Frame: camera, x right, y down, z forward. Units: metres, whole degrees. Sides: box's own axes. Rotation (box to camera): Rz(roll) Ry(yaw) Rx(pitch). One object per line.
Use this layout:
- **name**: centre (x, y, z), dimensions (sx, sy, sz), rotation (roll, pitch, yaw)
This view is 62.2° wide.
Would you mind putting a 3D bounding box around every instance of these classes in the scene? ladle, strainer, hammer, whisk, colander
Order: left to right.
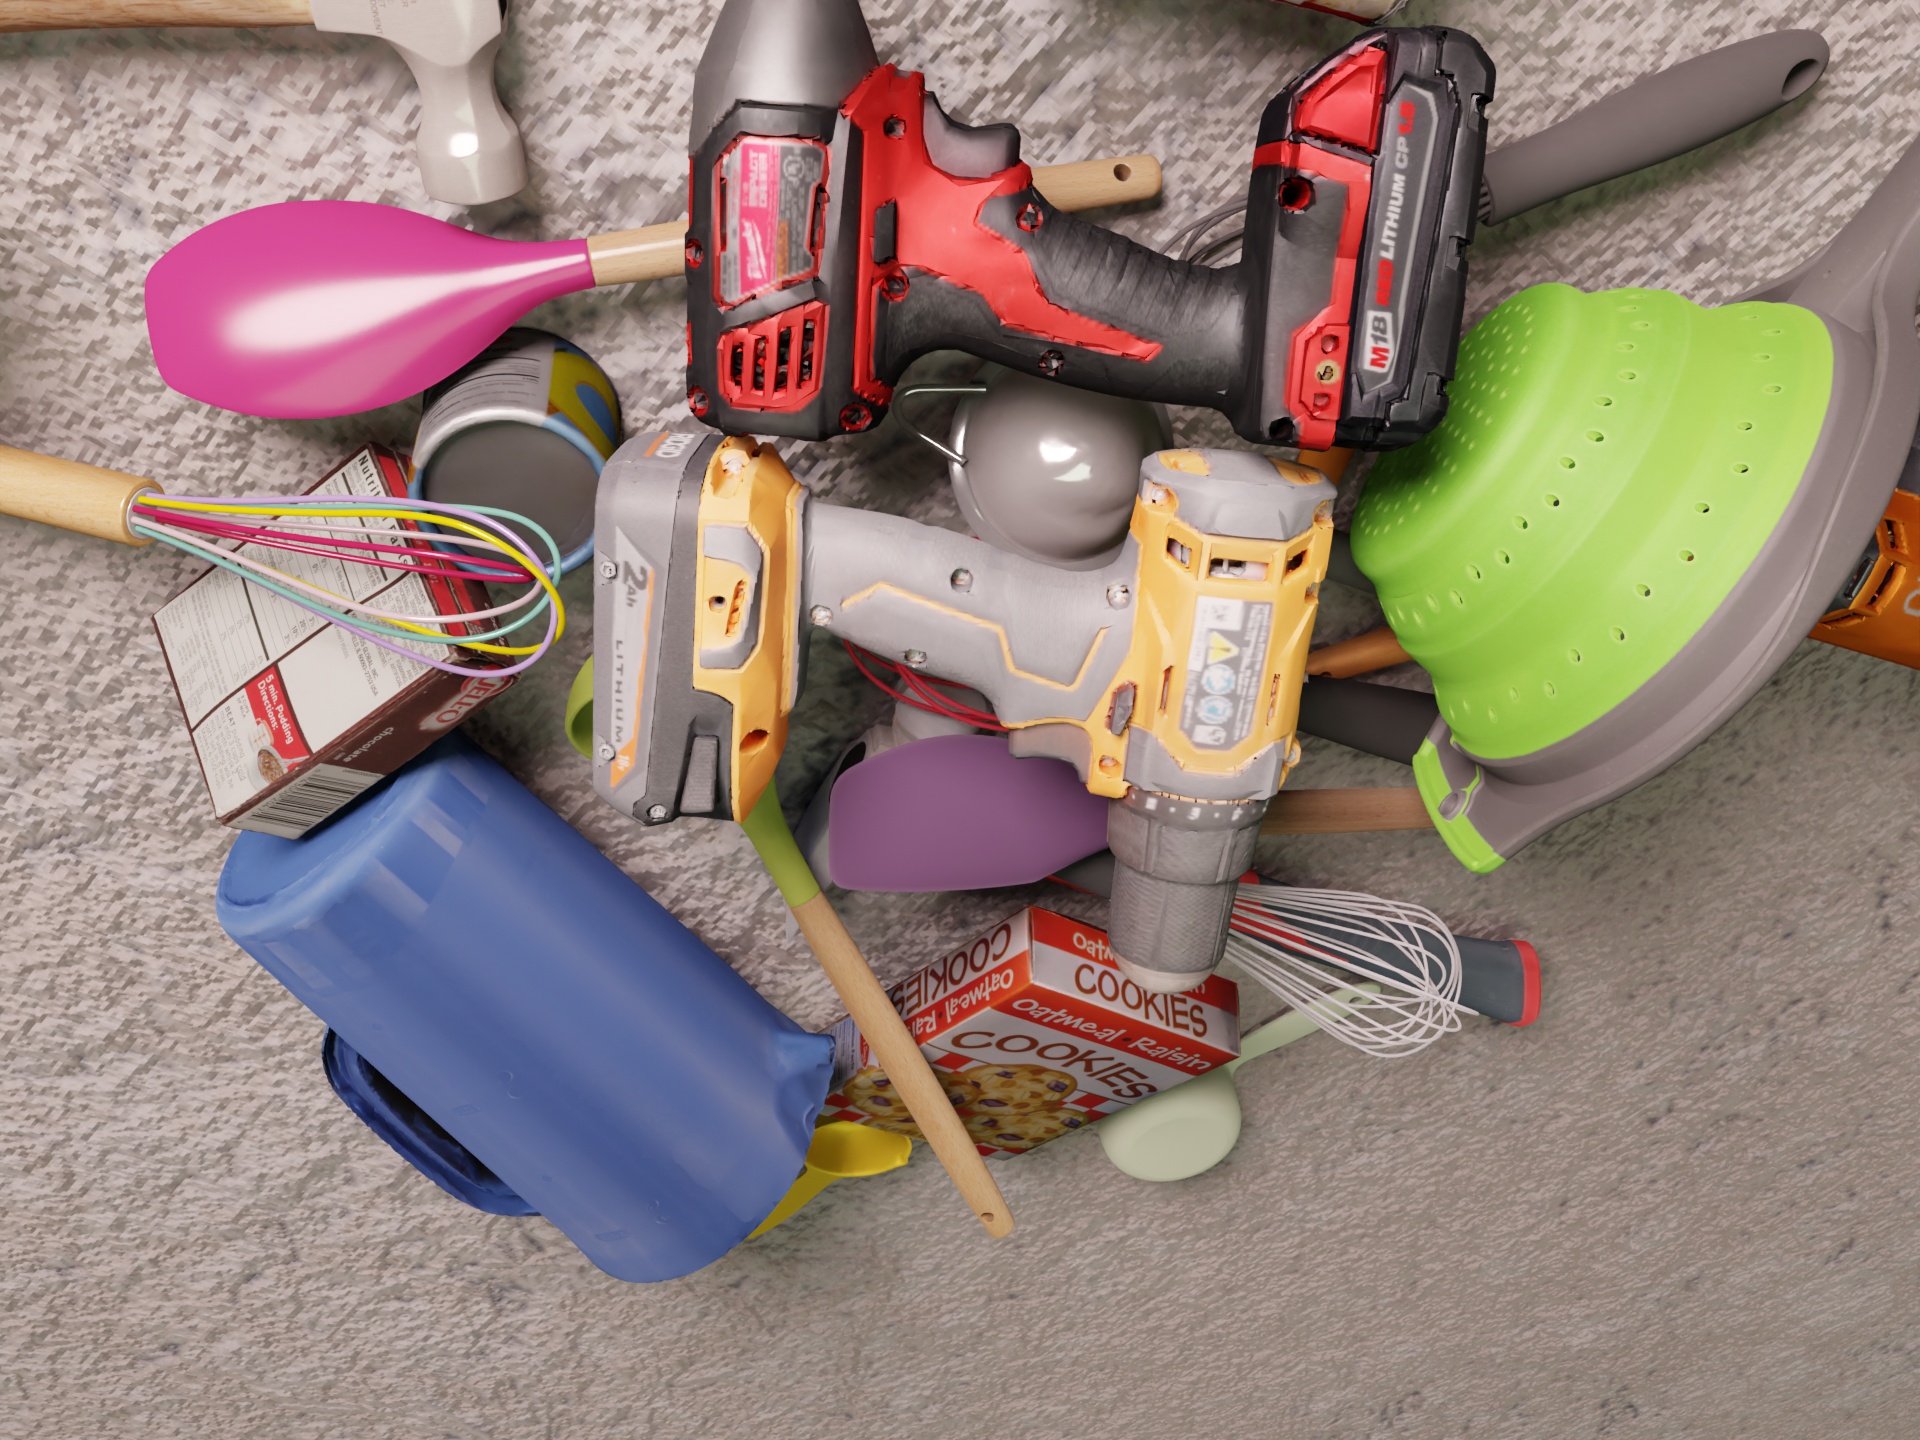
- **hammer**: centre (-0.293, -0.200, 0.424), dimensions (0.331, 0.031, 0.130), rotation (-4, 130, -7)
- **whisk**: centre (-0.233, -0.063, 0.491), dimensions (0.245, 0.051, 0.047), rotation (14, 167, 10)
- **ladle**: centre (-0.054, 0.099, 0.641), dimensions (0.078, 0.062, 0.320), rotation (-20, 112, 21)
- **whisk**: centre (0.093, -0.016, 0.621), dimensions (0.295, 0.073, 0.073), rotation (12, 125, -20)
- **whisk**: centre (0.099, 0.077, 0.661), dimensions (0.284, 0.070, 0.070), rotation (23, 121, -20)
- **hammer**: centre (0.111, 0.092, 0.733), dimensions (0.386, 0.038, 0.143), rotation (20, 124, -24)
- **strainer**: centre (0.099, -0.077, 0.582), dimensions (0.258, 0.050, 0.087), rotation (15, 91, -26)
- **whisk**: centre (0.173, -0.178, 0.526), dimensions (0.239, 0.055, 0.055), rotation (-22, 129, 2)
- **colander**: centre (0.240, -0.140, 0.501), dimensions (0.094, 0.205, 0.397), rotation (31, 109, -8)

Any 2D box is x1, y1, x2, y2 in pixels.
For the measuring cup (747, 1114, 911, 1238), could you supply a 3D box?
- **measuring cup**: centre (-0.081, 0.230, 0.823), dimensions (0.062, 0.029, 0.156), rotation (23, 133, -27)

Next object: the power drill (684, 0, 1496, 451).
- **power drill**: centre (0.030, -0.149, 0.461), dimensions (0.219, 0.078, 0.143), rotation (3, 106, 1)

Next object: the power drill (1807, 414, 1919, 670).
- **power drill**: centre (0.391, -0.120, 0.564), dimensions (0.164, 0.084, 0.226), rotation (13, 113, -20)

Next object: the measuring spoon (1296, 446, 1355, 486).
- **measuring spoon**: centre (0.148, -0.122, 0.584), dimensions (0.021, 0.011, 0.116), rotation (8, 127, -17)

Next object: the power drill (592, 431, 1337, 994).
- **power drill**: centre (-0.001, -0.002, 0.523), dimensions (0.226, 0.084, 0.185), rotation (5, 111, -2)

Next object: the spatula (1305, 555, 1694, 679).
- **spatula**: centre (0.288, -0.072, 0.646), dimensions (0.322, 0.041, 0.080), rotation (-18, 128, 9)

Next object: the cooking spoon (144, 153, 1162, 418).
- **cooking spoon**: centre (-0.090, -0.148, 0.500), dimensions (0.319, 0.017, 0.069), rotation (-11, 87, -8)

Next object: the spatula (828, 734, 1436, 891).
- **spatula**: centre (0.102, 0.035, 0.627), dimensions (0.315, 0.018, 0.059), rotation (0, 99, -19)

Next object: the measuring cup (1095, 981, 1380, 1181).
- **measuring cup**: centre (0.145, 0.185, 0.813), dimensions (0.167, 0.038, 0.083), rotation (-32, 127, 18)
